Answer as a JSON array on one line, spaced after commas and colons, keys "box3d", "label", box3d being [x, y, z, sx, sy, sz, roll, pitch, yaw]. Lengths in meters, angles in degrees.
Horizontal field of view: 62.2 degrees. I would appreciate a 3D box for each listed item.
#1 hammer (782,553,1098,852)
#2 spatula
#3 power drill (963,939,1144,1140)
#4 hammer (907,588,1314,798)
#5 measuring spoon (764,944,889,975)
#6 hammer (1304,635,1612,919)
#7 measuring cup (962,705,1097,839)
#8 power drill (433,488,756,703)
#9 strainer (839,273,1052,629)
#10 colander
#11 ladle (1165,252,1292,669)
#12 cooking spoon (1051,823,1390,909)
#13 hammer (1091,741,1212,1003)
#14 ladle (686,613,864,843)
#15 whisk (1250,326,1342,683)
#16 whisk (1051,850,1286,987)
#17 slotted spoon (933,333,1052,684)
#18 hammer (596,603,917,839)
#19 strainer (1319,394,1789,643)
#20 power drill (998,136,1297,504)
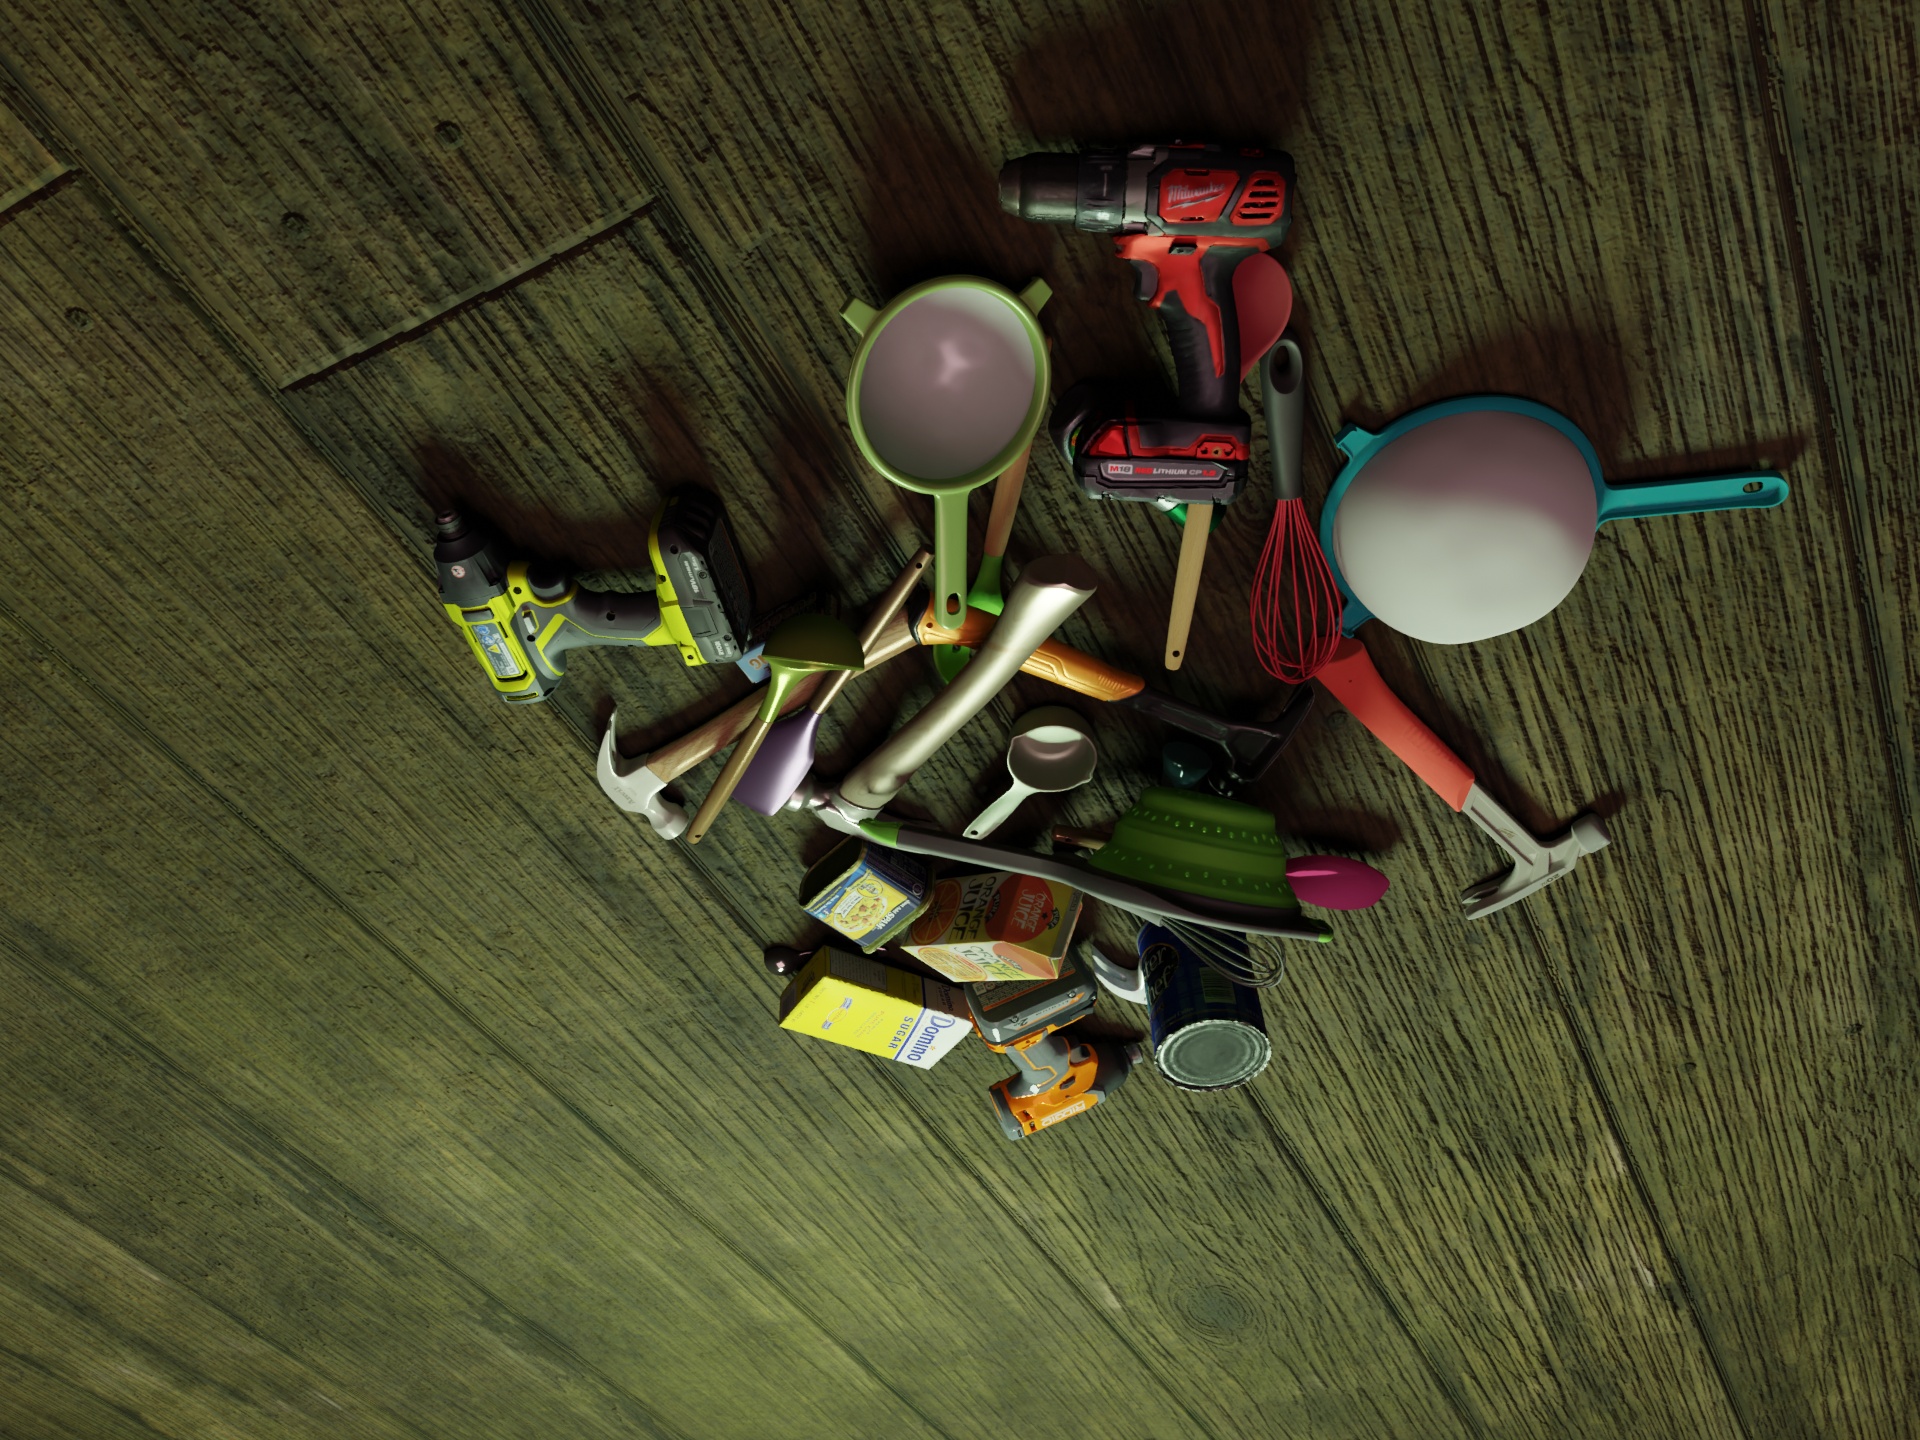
[{"box3d": [-0.002, -0.004, 1.264, 0.146, 0.038, 0.410, 21, 144, -19], "label": "hammer"}, {"box3d": [-0.106, -0.029, 1.282, 0.059, 0.018, 0.315, 31, 125, -12], "label": "spatula"}, {"box3d": [0.096, 0.314, 1.573, 0.164, 0.084, 0.226, -22, 134, -7], "label": "power drill"}, {"box3d": [0.116, -0.037, 1.267, 0.336, 0.034, 0.127, 20, 126, -18], "label": "hammer"}, {"box3d": [-0.131, 0.235, 1.553, 0.124, 0.018, 0.034, -6, 131, 4], "label": "measuring spoon"}, {"box3d": [0.407, 0.046, 1.372, 0.149, 0.037, 0.358, -36, 122, 28], "label": "hammer"}, {"box3d": [0.052, 0.048, 1.377, 0.083, 0.038, 0.167, 27, 128, -22], "label": "measuring cup"}, {"box3d": [-0.285, -0.101, 1.225, 0.223, 0.080, 0.171, -7, 131, 11], "label": "power drill"}, {"box3d": [-0.017, -0.191, 1.123, 0.151, 0.069, 0.256, -12, 121, -21], "label": "strainer"}, {"box3d": [0.115, 0.092, 1.311, 0.397, 0.204, 0.094, 11, 91, 8], "label": "colander"}, {"box3d": [0.178, -0.179, 1.140, 0.069, 0.031, 0.315, 7, 117, 1], "label": "ladle"}, {"box3d": [0.233, 0.128, 1.414, 0.318, 0.017, 0.068, 12, 133, -12], "label": "cooking spoon"}, {"box3d": [0.192, 0.149, 1.467, 0.128, 0.033, 0.330, 0, 131, -1], "label": "hammer"}, {"box3d": [-0.165, 0.021, 1.286, 0.078, 0.062, 0.320, 7, 141, -27], "label": "ladle"}, {"box3d": [0.247, -0.153, 1.188, 0.073, 0.073, 0.295, -7, 124, 7], "label": "whisk"}, {"box3d": [0.180, 0.169, 1.407, 0.239, 0.055, 0.055, 25, 137, 27], "label": "whisk"}, {"box3d": [0.032, -0.150, 1.211, 0.070, 0.031, 0.313, 8, 129, -6], "label": "slotted spoon"}, {"box3d": [-0.171, -0.010, 1.331, 0.331, 0.031, 0.129, -28, 126, 23], "label": "hammer"}, {"box3d": [0.443, -0.134, 1.174, 0.340, 0.095, 0.210, -5, 131, 7], "label": "strainer"}, {"box3d": [0.115, -0.264, 1.045, 0.188, 0.080, 0.226, 3, 114, 3], "label": "power drill"}]
